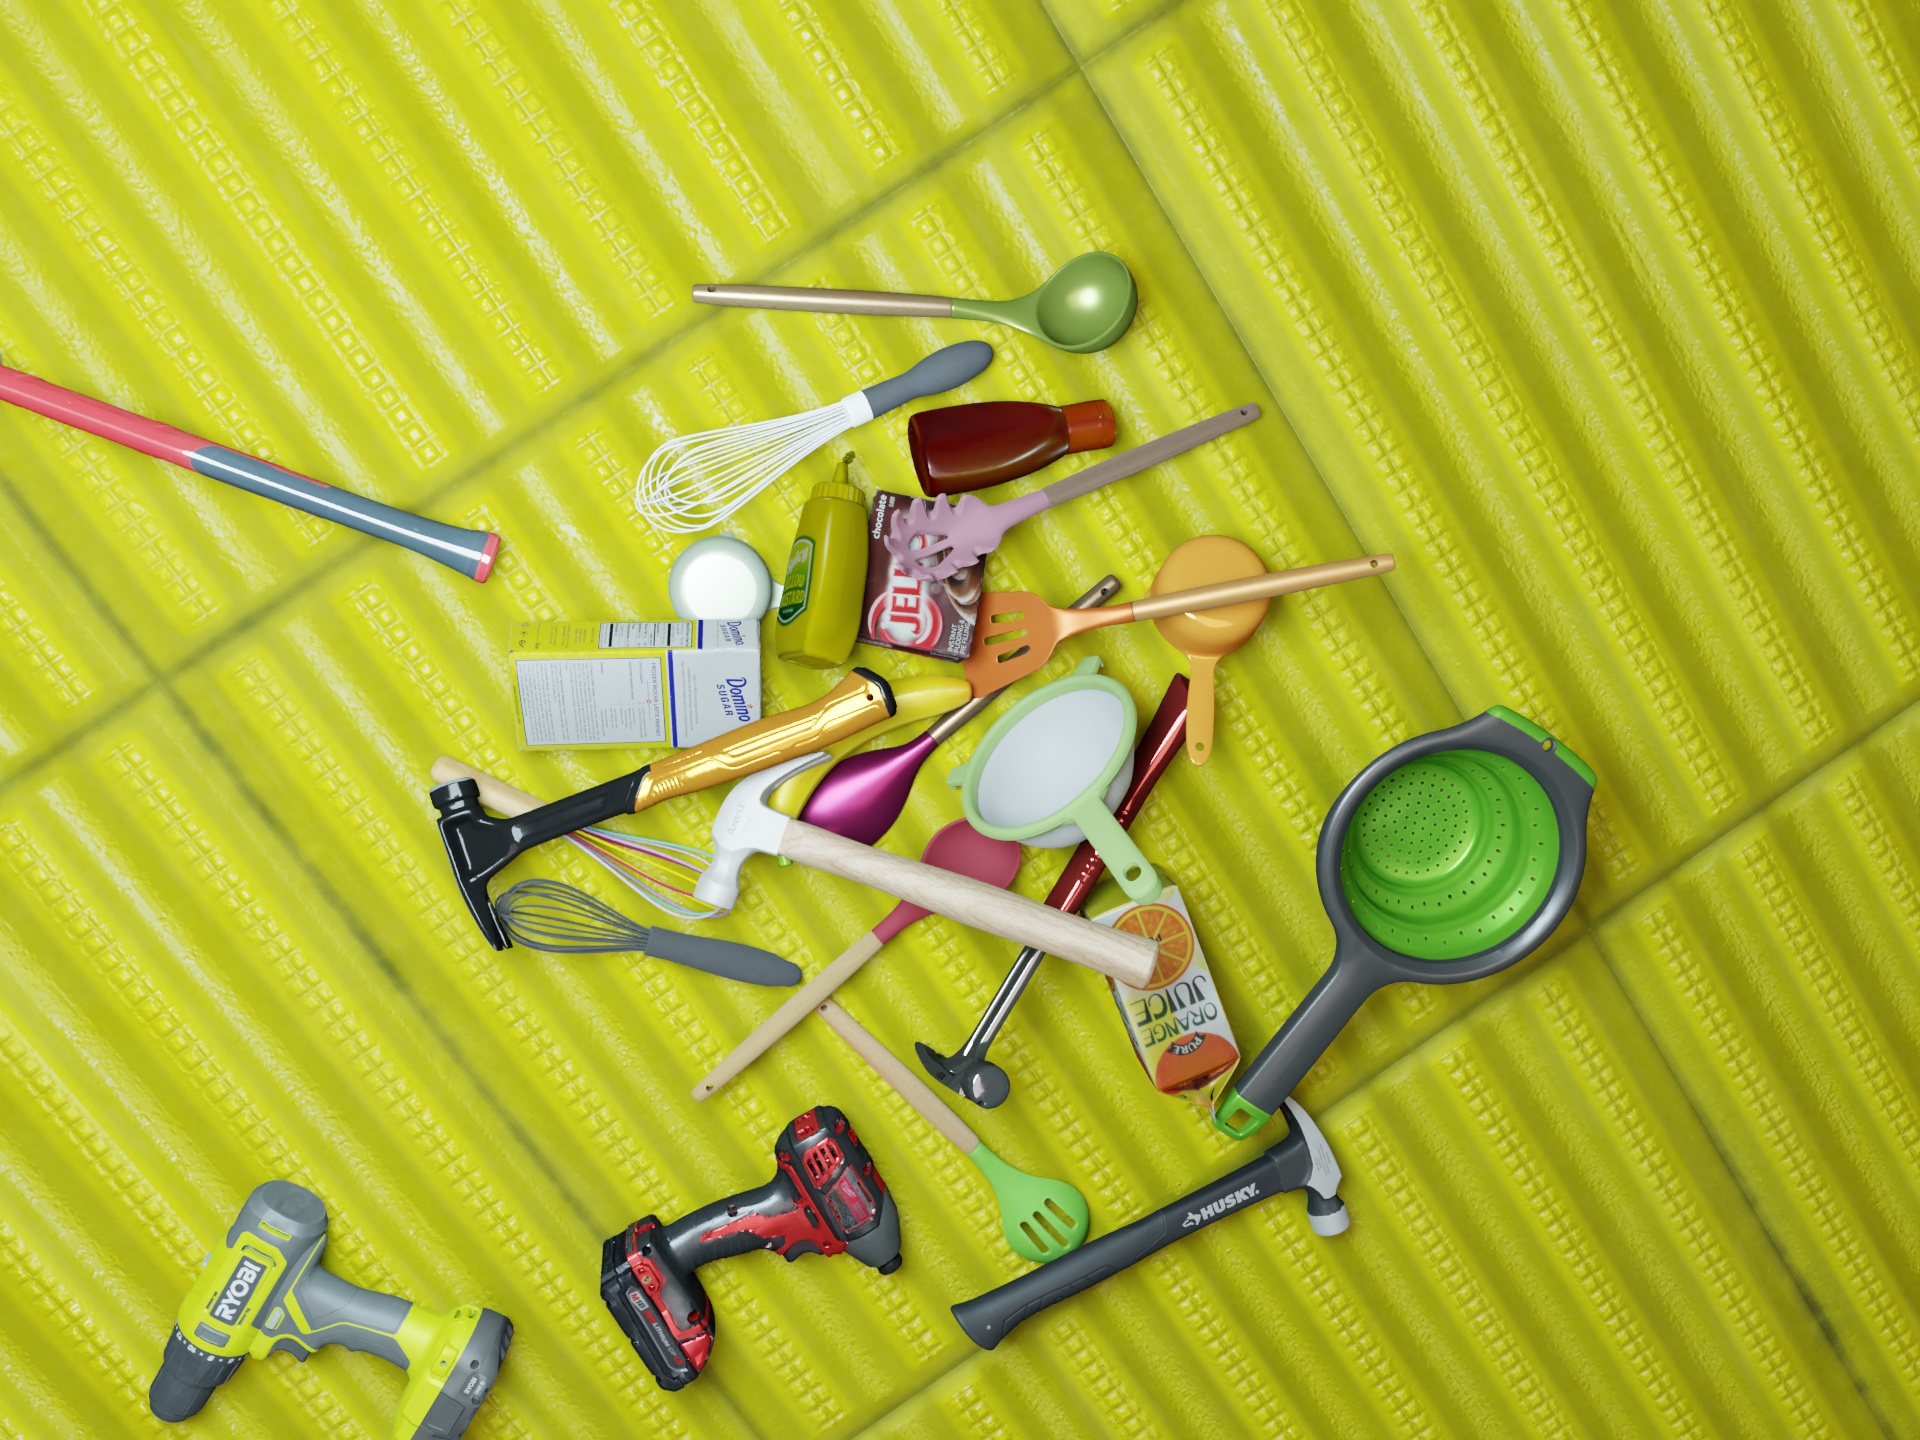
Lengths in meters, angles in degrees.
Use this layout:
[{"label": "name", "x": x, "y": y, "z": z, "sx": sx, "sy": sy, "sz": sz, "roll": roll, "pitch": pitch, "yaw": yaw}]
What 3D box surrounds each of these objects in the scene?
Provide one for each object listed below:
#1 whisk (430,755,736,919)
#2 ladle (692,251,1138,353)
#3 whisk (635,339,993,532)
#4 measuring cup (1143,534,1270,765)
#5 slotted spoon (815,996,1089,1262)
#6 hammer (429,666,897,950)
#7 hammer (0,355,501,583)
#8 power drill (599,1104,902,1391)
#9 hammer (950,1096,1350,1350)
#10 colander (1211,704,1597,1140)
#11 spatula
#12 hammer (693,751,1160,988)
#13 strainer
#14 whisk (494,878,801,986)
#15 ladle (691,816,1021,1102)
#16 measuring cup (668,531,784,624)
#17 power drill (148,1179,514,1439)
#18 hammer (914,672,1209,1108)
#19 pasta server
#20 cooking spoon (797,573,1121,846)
[{"label": "whisk", "x": -0.275, "y": 0.085, "z": 1.178, "sx": 0.245, "sy": 0.047, "sz": 0.051, "roll": 27, "pitch": 96, "yaw": -8}, {"label": "ladle", "x": -0.032, "y": -0.306, "z": 1.144, "sx": 0.320, "sy": 0.062, "sz": 0.078, "roll": 2, "pitch": 70, "yaw": -5}, {"label": "whisk", "x": -0.104, "y": -0.213, "z": 1.151, "sx": 0.284, "sy": 0.070, "sz": 0.070, "roll": -26, "pitch": 102, "yaw": -8}, {"label": "measuring cup", "x": 0.185, "y": -0.055, "z": 1.181, "sx": 0.095, "sy": 0.052, "sz": 0.174, "roll": 6, "pitch": 73, "yaw": -2}, {"label": "slotted spoon", "x": -0.010, "y": 0.323, "z": 1.261, "sx": 0.070, "sy": 0.031, "sz": 0.313, "roll": -44, "pitch": 101, "yaw": -2}, {"label": "hammer", "x": -0.202, "y": 0.048, "z": 1.129, "sx": 0.337, "sy": 0.034, "sz": 0.127, "roll": -21, "pitch": 84, "yaw": 1}, {"label": "hammer", "x": -0.503, "y": -0.173, "z": 1.065, "sx": 0.386, "sy": 0.143, "sz": 0.038, "roll": 20, "pitch": 99, "yaw": -15}, {"label": "power drill", "x": -0.156, "y": 0.410, "z": 1.231, "sx": 0.219, "sy": 0.078, "sz": 0.143, "roll": -30, "pitch": 102, "yaw": -5}, {"label": "hammer", "x": 0.148, "y": 0.406, "z": 1.269, "sx": 0.335, "sy": 0.035, "sz": 0.146, "roll": -22, "pitch": 101, "yaw": -13}, {"label": "colander", "x": 0.321, "y": 0.159, "z": 1.251, "sx": 0.204, "sy": 0.094, "sz": 0.397, "roll": 34, "pitch": 100, "yaw": -11}, {"label": "spatula", "x": 0.151, "y": -0.083, "z": 1.156, "sx": 0.322, "sy": 0.041, "sz": 0.081, "roll": -10, "pitch": 85, "yaw": 11}, {"label": "hammer", "x": -0.018, "y": 0.118, "z": 1.139, "sx": 0.331, "sy": 0.031, "sz": 0.130, "roll": 18, "pitch": 85, "yaw": 7}, {"label": "strainer", "x": 0.096, "y": 0.067, "z": 1.134, "sx": 0.151, "sy": 0.257, "sz": 0.069, "roll": -40, "pitch": 124, "yaw": 4}, {"label": "whisk", "x": -0.234, "y": 0.167, "z": 1.197, "sx": 0.239, "sy": 0.055, "sz": 0.055, "roll": 16, "pitch": 96, "yaw": -15}, {"label": "ladle", "x": -0.082, "y": 0.185, "z": 1.217, "sx": 0.315, "sy": 0.031, "sz": 0.069, "roll": -41, "pitch": 98, "yaw": -4}, {"label": "measuring cup", "x": -0.132, "y": -0.090, "z": 1.171, "sx": 0.167, "sy": 0.038, "sz": 0.083, "roll": 9, "pitch": 98, "yaw": -8}, {"label": "power drill", "x": -0.476, "y": 0.477, "z": 1.196, "sx": 0.228, "sy": 0.080, "sz": 0.190, "roll": 31, "pitch": 93, "yaw": -9}, {"label": "hammer", "x": 0.085, "y": 0.123, "z": 1.213, "sx": 0.036, "sy": 0.149, "sz": 0.359, "roll": 34, "pitch": 82, "yaw": -14}, {"label": "pasta server", "x": 0.087, "y": -0.175, "z": 1.163, "sx": 0.316, "sy": 0.040, "sz": 0.060, "roll": -24, "pitch": 83, "yaw": -15}, {"label": "cooking spoon", "x": -0.002, "y": -0.004, "z": 1.213, "sx": 0.319, "sy": 0.017, "sz": 0.068, "roll": -41, "pitch": 101, "yaw": 0}]
